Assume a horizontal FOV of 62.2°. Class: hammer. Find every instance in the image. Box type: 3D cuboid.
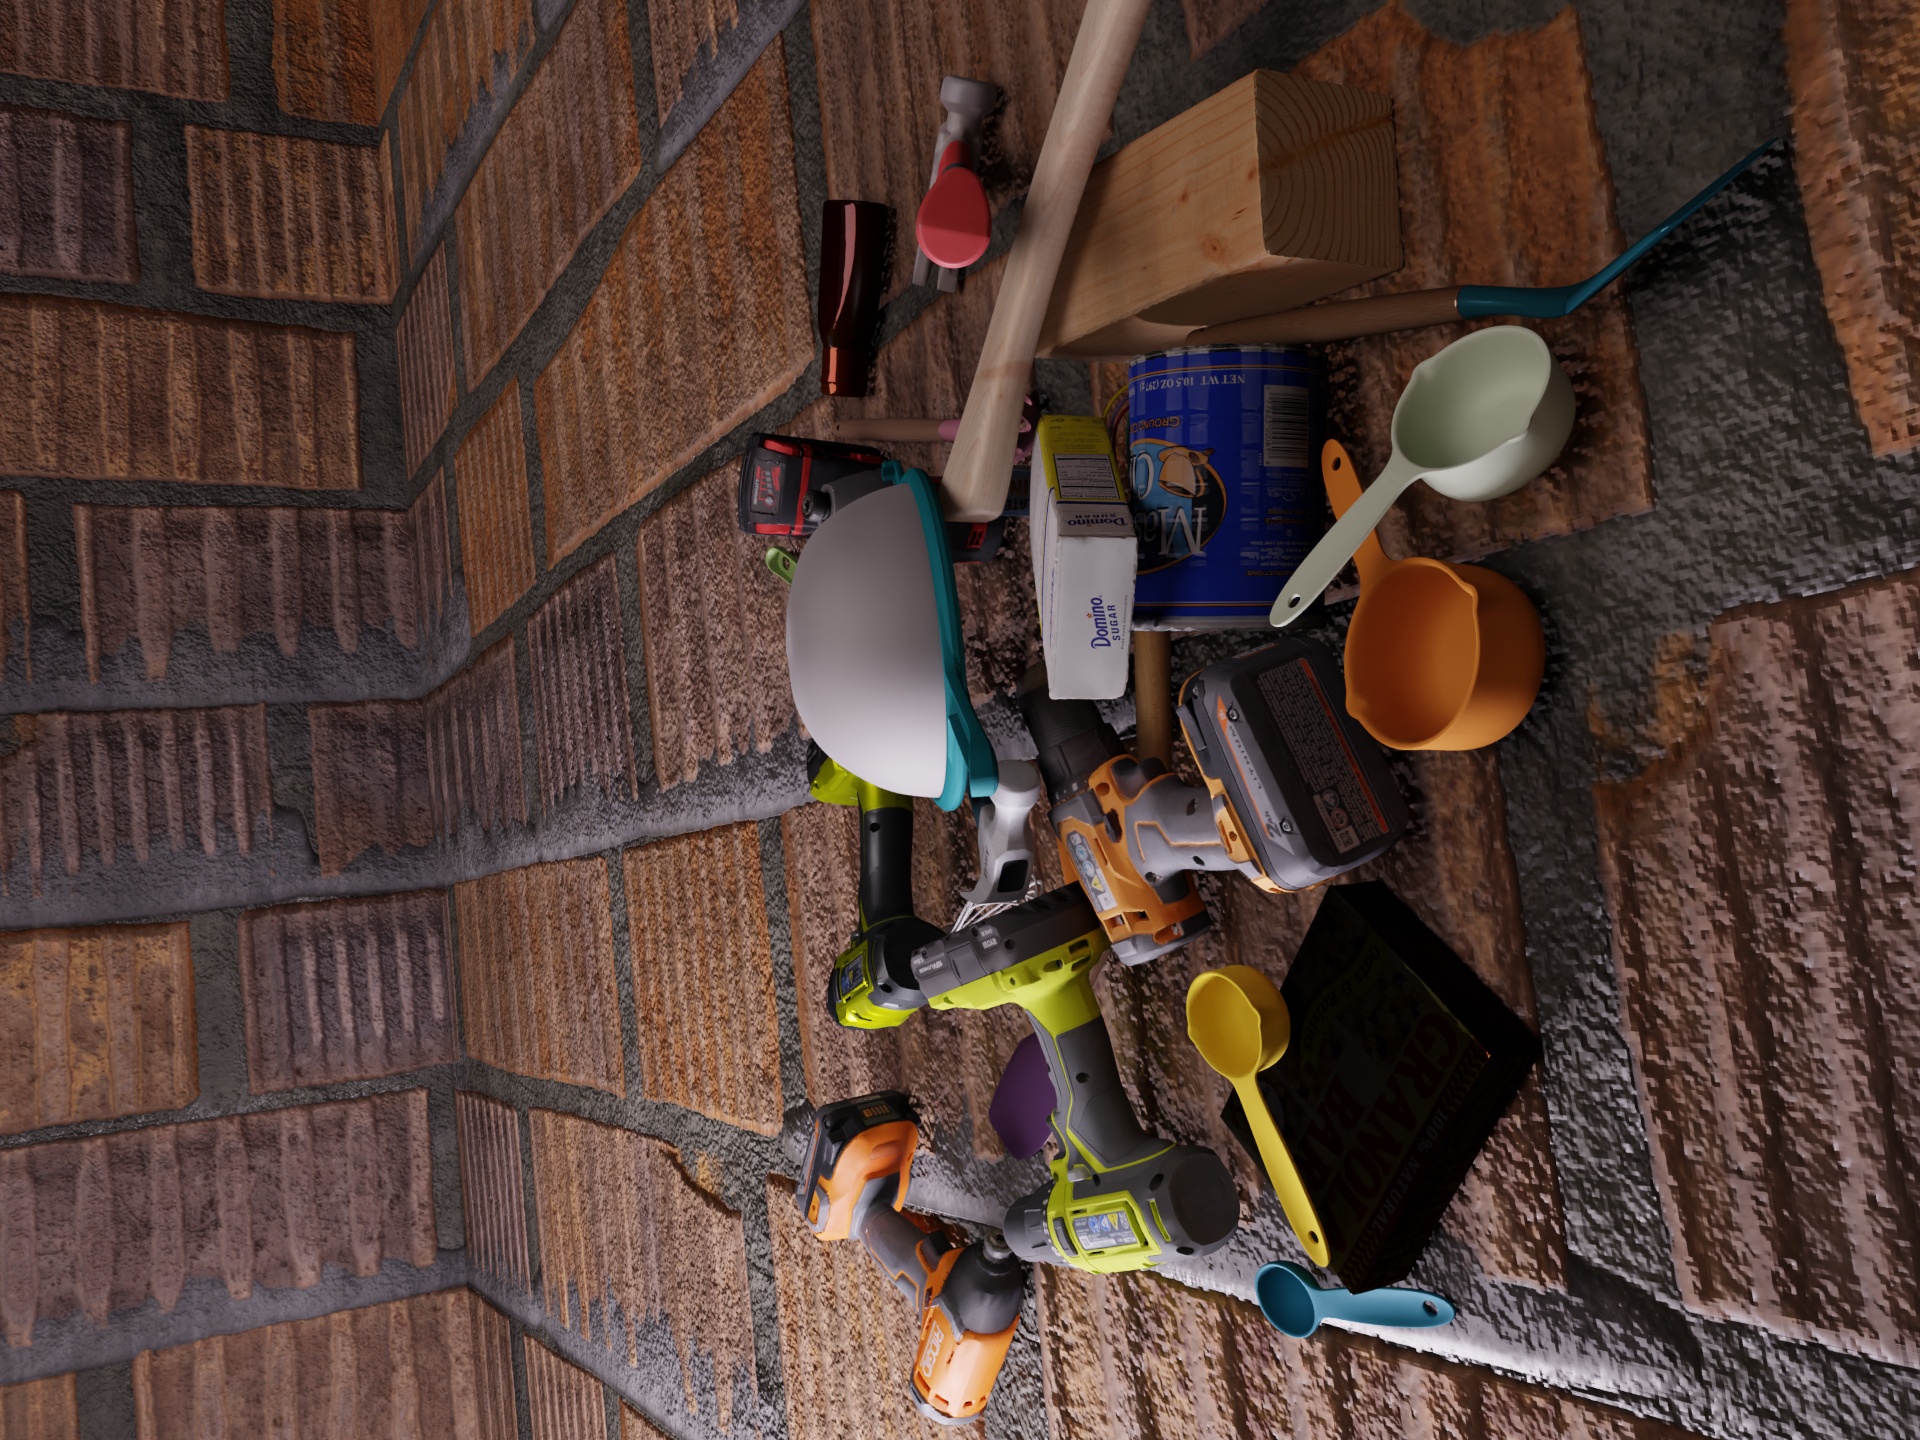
[{"bbox_3d":[0.051,-0.295,0.848,0.146,0.038,0.410,56,137,45],"label":"hammer"},{"bbox_3d":[-0.006,-0.299,0.949,0.387,0.038,0.143,-90,11,-65],"label":"hammer"},{"bbox_3d":[-0.002,-0.003,1.063,0.331,0.033,0.128,-109,19,-53],"label":"hammer"}]

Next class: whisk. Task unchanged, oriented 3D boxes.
[{"bbox_3d":[0.000,0.158,1.150,0.246,0.059,0.058,-38,24,59],"label":"whisk"},{"bbox_3d":[0.109,-0.077,0.941,0.051,0.047,0.245,11,105,58],"label":"whisk"}]

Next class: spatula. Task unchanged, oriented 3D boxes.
[{"bbox_3d":[0.209,-0.199,0.729,0.318,0.082,0.044,9,132,56],"label":"spatula"},{"bbox_3d":[0.077,0.177,1.039,0.060,0.018,0.315,50,134,38],"label":"spatula"}]

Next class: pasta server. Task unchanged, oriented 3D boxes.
[{"bbox_3d":[-0.029,-0.215,1.168,0.316,0.040,0.060,18,96,59],"label":"pasta server"}]

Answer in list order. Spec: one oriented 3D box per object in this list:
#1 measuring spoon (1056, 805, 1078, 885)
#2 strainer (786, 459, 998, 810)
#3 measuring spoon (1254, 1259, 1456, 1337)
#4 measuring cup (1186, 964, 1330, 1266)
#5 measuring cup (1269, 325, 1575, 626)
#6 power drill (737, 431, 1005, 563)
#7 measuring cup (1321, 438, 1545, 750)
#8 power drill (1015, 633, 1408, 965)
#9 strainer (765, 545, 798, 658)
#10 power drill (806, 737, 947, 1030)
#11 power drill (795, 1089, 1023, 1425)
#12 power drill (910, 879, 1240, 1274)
[{"bbox_3d":[0.069,0.103,1.033,0.021,0.011,0.117,123,146,-52],"label":"measuring spoon"},{"bbox_3d":[-0.048,-0.024,0.911,0.341,0.095,0.211,-114,20,-69],"label":"strainer"},{"bbox_3d":[0.209,0.302,0.834,0.128,0.021,0.042,-20,87,49],"label":"measuring spoon"},{"bbox_3d":[0.164,0.200,0.819,0.062,0.029,0.156,-36,72,56],"label":"measuring cup"},{"bbox_3d":[0.205,-0.099,0.714,0.167,0.038,0.083,-50,34,13],"label":"measuring cup"},{"bbox_3d":[-0.077,-0.158,1.154,0.220,0.143,0.078,26,111,59],"label":"power drill"},{"bbox_3d":[0.217,-0.064,0.753,0.095,0.052,0.174,-54,39,47],"label":"measuring cup"},{"bbox_3d":[0.117,0.026,0.864,0.226,0.084,0.185,-37,76,59],"label":"power drill"},{"bbox_3d":[-0.124,-0.091,1.308,0.257,0.069,0.151,41,127,49],"label":"strainer"},{"bbox_3d":[-0.065,0.112,1.174,0.171,0.080,0.223,134,136,-60],"label":"power drill"},{"bbox_3d":[-0.033,0.383,1.189,0.227,0.084,0.164,46,130,43],"label":"power drill"},{"bbox_3d":[0.057,0.231,0.985,0.190,0.080,0.228,-33,78,51],"label":"power drill"}]
